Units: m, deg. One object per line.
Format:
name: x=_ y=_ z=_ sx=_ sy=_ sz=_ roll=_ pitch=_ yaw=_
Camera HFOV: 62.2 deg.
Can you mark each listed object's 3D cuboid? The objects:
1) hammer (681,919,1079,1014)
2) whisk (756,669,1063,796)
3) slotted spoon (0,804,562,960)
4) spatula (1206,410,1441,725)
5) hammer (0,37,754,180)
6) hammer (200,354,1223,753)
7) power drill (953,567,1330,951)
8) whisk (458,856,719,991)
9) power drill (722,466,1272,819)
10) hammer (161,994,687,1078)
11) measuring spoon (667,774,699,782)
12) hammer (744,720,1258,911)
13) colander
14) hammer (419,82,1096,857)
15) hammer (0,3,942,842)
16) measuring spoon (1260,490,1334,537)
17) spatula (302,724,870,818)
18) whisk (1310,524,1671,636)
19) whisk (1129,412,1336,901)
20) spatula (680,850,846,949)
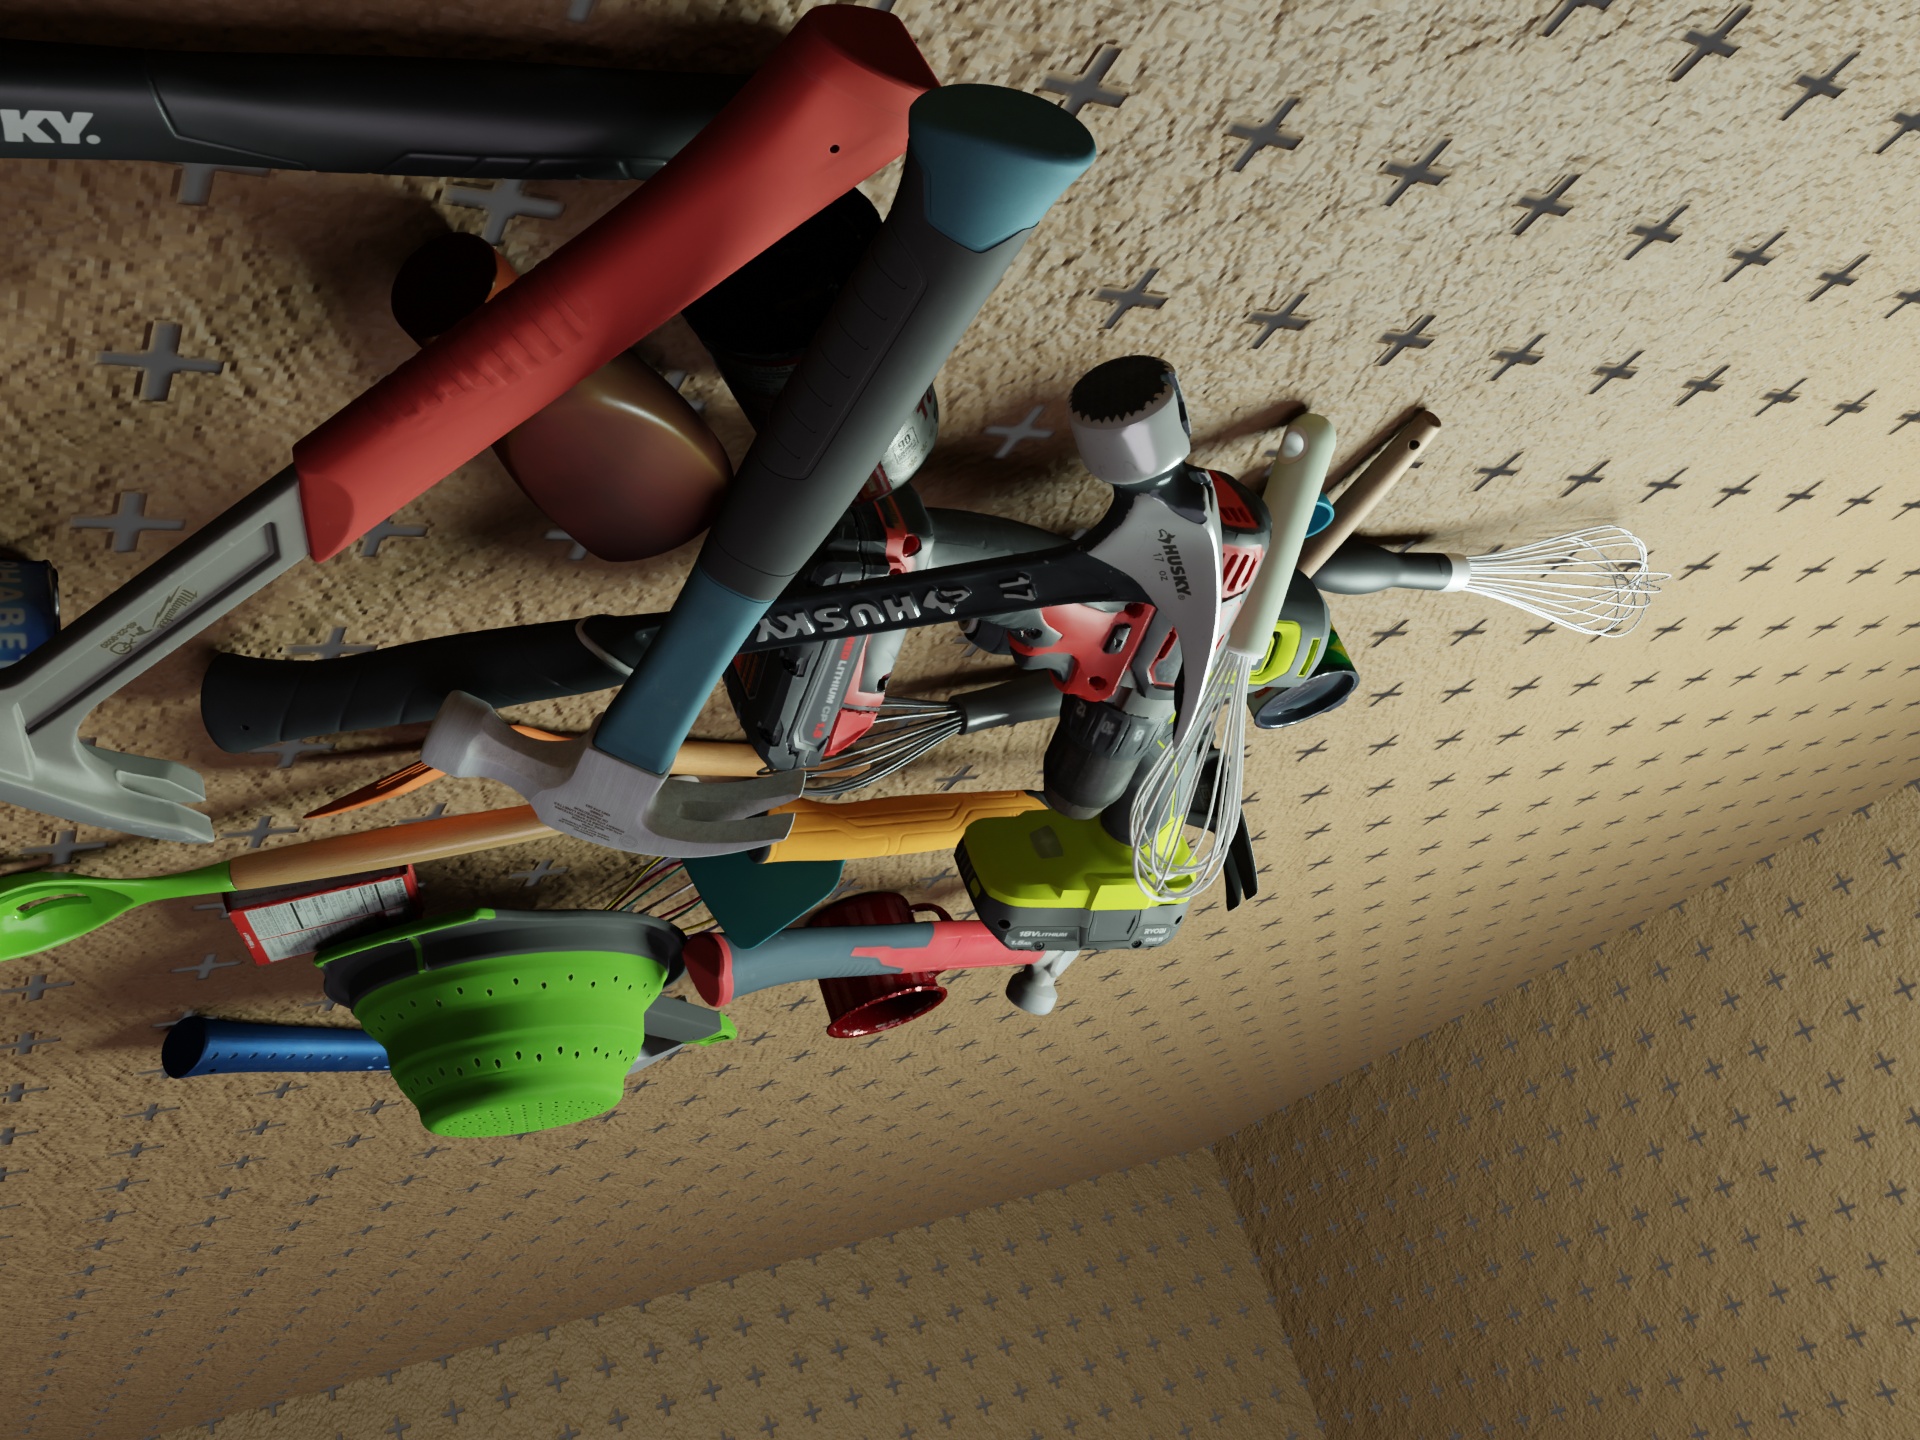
hammer: x=-0.027 y=0.136 z=1.052 sx=0.386 sy=0.038 sz=0.143 roll=8 pitch=108 yaw=-53
whisk: x=-0.002 y=-0.002 z=0.875 sx=0.239 sy=0.055 sz=0.055 roll=-14 pitch=157 yaw=-27
slotted spoon: x=-0.314 y=0.068 z=0.748 sx=0.313 sy=0.031 sz=0.070 roll=-10 pitch=157 yaw=-8
spatula: x=0.159 y=-0.057 z=0.886 sx=0.059 sy=0.018 sz=0.315 roll=32 pitch=133 yaw=-7
hammer: x=-0.182 y=-0.155 z=0.392 sx=0.334 sy=0.035 sz=0.146 roll=-8 pitch=155 yaw=-27
hammer: x=-0.105 y=-0.027 z=0.579 sx=0.409 sy=0.036 sz=0.149 roll=-8 pitch=136 yaw=18
power drill: x=0.073 y=0.014 z=0.845 sx=0.190 sy=0.080 sz=0.228 roll=1 pitch=126 yaw=-21
whisk: x=-0.233 y=0.133 z=0.996 sx=0.245 sy=0.051 sz=0.047 roll=-27 pitch=136 yaw=25
power drill: x=0.012 y=-0.028 z=0.698 sx=0.226 sy=0.080 sz=0.187 roll=0 pitch=132 yaw=-28
hammer: x=-0.350 y=0.227 z=1.104 sx=0.144 sy=0.035 sz=0.405 roll=-30 pitch=155 yaw=22
measuring spoon: x=-0.131 y=0.050 z=0.912 sx=0.034 sy=0.018 sz=0.124 roll=-34 pitch=154 yaw=29
hammer: x=0.031 y=0.065 z=0.970 sx=0.336 sy=0.127 sz=0.034 roll=-2 pitch=156 yaw=-28
colander: x=-0.229 y=0.206 z=0.983 sx=0.204 sy=0.095 sz=0.396 roll=-16 pitch=159 yaw=12
hammer: x=-0.064 y=-0.055 z=0.489 sx=0.128 sy=0.033 sz=0.331 roll=26 pitch=135 yaw=-15
hammer: x=-0.155 y=-0.078 z=0.462 sx=0.359 sy=0.037 sz=0.149 roll=-32 pitch=152 yaw=11
measuring spoon: x=0.144 y=-0.092 z=0.835 sx=0.042 sy=0.021 sz=0.128 roll=6 pitch=156 yaw=-31
spatula: x=-0.164 y=0.027 z=0.805 sx=0.081 sy=0.041 sz=0.322 roll=-13 pitch=168 yaw=41
whisk: x=0.310 y=-0.087 z=0.936 sx=0.284 sy=0.070 sz=0.070 roll=0 pitch=150 yaw=-29
whisk: x=0.133 y=-0.027 z=0.764 sx=0.059 sy=0.058 sz=0.246 roll=8 pitch=104 yaw=-38
spatula: x=-0.034 y=0.080 z=1.012 sx=0.317 sy=0.082 sz=0.044 roll=-3 pitch=139 yaw=-50
